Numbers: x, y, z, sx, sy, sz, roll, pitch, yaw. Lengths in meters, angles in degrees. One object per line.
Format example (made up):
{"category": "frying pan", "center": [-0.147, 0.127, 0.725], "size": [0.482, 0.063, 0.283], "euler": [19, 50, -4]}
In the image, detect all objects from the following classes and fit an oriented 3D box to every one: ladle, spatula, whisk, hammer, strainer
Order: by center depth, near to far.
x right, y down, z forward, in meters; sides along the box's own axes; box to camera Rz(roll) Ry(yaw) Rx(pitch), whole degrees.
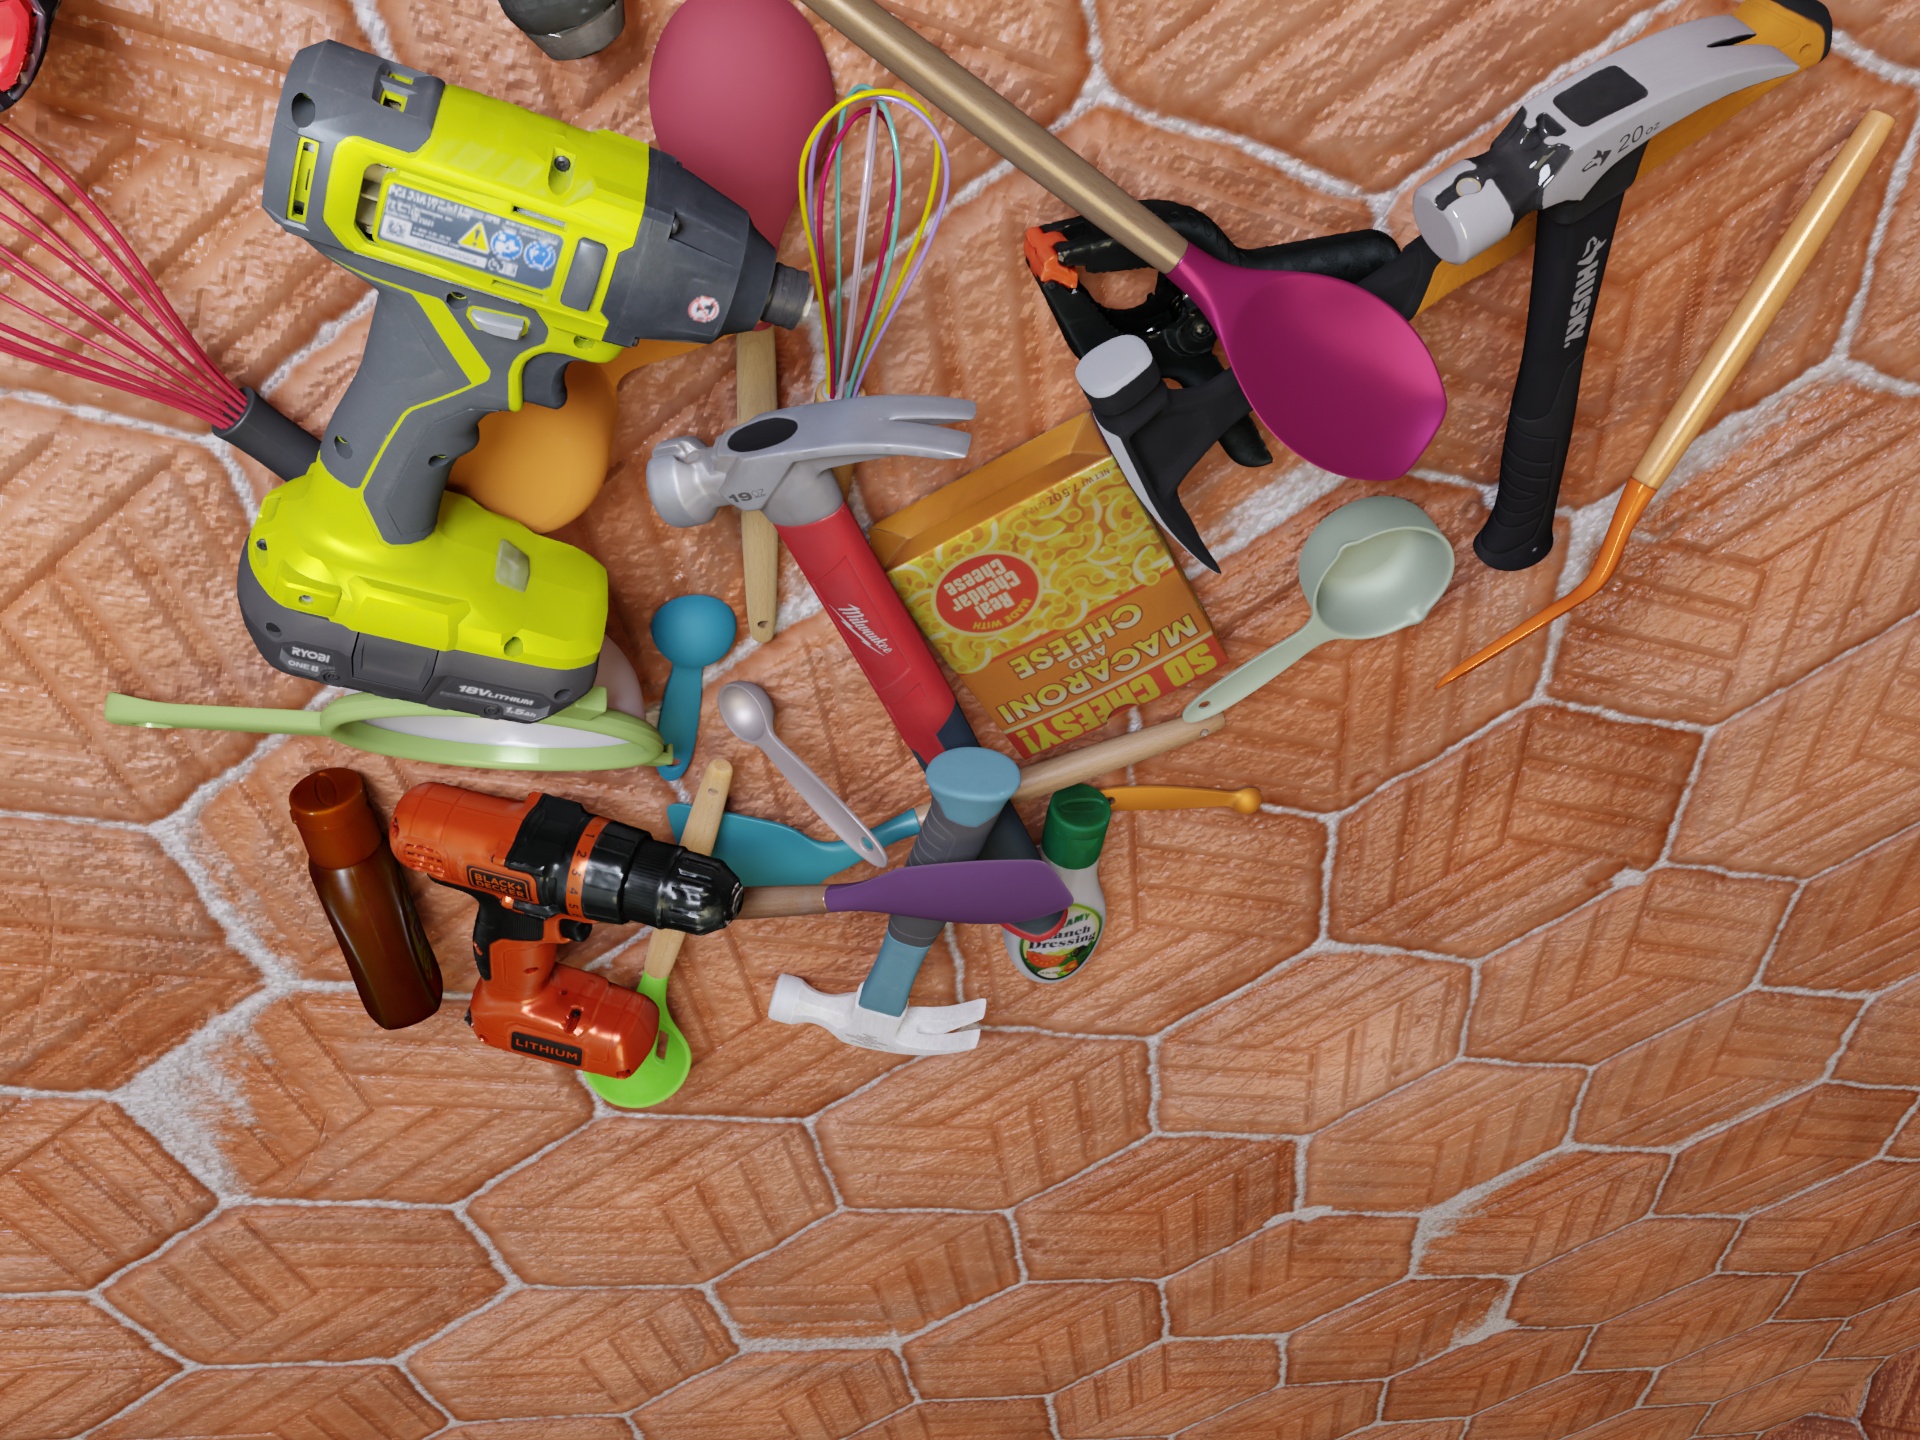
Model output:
{"category": "whisk", "center": [-0.295, -0.130, 0.608], "size": [0.073, 0.073, 0.295], "euler": [-30, 141, 15]}
{"category": "whisk", "center": [-0.051, -0.153, 0.659], "size": [0.047, 0.051, 0.244], "euler": [-32, 156, -30]}
{"category": "ladle", "center": [-0.088, -0.148, 0.675], "size": [0.069, 0.031, 0.315], "euler": [-7, 139, -11]}
{"category": "hammer", "center": [0.214, -0.195, 0.677], "size": [0.337, 0.034, 0.127], "euler": [-33, 137, 6]}
{"category": "hammer", "center": [0.264, -0.158, 0.699], "size": [0.146, 0.035, 0.334], "euler": [-33, 154, -1]}
{"category": "strainer", "center": [-0.262, -0.023, 0.730], "size": [0.256, 0.069, 0.151], "euler": [3, 169, 3]}
{"category": "spatula", "center": [0.337, -0.141, 0.772], "size": [0.081, 0.041, 0.322], "euler": [-16, 137, -59]}
{"category": "hammer", "center": [-0.001, -0.002, 0.782], "size": [0.143, 0.038, 0.385], "euler": [-6, 141, 21]}
{"category": "spatula", "center": [-0.089, 0.097, 0.843], "size": [0.316, 0.018, 0.059], "euler": [-6, 141, 26]}
{"category": "hammer", "center": [-0.026, 0.111, 0.882], "size": [0.128, 0.033, 0.330], "euler": [16, 145, -3]}
{"category": "spatula", "center": [-0.003, 0.040, 0.902], "size": [0.317, 0.044, 0.082], "euler": [-18, 136, -5]}

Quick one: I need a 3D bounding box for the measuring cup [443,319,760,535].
{"category": "measuring cup", "center": [-0.148, -0.128, 0.636], "size": [0.173, 0.052, 0.095], "euler": [-17, 136, 17]}

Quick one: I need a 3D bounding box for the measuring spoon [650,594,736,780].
{"category": "measuring spoon", "center": [-0.139, -0.009, 0.806], "size": [0.042, 0.021, 0.128], "euler": [1, 134, -18]}

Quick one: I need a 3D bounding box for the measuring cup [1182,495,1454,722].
{"category": "measuring cup", "center": [0.181, -0.057, 0.845], "size": [0.167, 0.038, 0.083], "euler": [-37, 134, 24]}

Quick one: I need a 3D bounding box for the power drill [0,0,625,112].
{"category": "power drill", "center": [-0.227, -0.260, 0.479], "size": [0.226, 0.080, 0.187], "euler": [-22, 138, 2]}

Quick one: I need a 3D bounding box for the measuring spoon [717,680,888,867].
{"category": "measuring spoon", "center": [-0.077, 0.026, 0.814], "size": [0.018, 0.124, 0.034], "euler": [-39, 175, -42]}

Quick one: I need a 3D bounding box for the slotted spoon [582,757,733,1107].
{"category": "slotted spoon", "center": [-0.171, 0.131, 0.932], "size": [0.070, 0.031, 0.313], "euler": [16, 132, -9]}

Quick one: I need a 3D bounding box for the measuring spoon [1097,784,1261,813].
{"category": "measuring spoon", "center": [0.130, 0.050, 0.959], "size": [0.117, 0.011, 0.021], "euler": [1, 135, -18]}

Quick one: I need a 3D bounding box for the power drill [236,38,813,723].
{"category": "power drill", "center": [-0.164, -0.106, 0.568], "size": [0.171, 0.080, 0.223], "euler": [14, 132, -21]}

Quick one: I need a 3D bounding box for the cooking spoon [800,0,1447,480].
{"category": "cooking spoon", "center": [0.063, -0.192, 0.609], "size": [0.318, 0.017, 0.069], "euler": [31, 97, -18]}
